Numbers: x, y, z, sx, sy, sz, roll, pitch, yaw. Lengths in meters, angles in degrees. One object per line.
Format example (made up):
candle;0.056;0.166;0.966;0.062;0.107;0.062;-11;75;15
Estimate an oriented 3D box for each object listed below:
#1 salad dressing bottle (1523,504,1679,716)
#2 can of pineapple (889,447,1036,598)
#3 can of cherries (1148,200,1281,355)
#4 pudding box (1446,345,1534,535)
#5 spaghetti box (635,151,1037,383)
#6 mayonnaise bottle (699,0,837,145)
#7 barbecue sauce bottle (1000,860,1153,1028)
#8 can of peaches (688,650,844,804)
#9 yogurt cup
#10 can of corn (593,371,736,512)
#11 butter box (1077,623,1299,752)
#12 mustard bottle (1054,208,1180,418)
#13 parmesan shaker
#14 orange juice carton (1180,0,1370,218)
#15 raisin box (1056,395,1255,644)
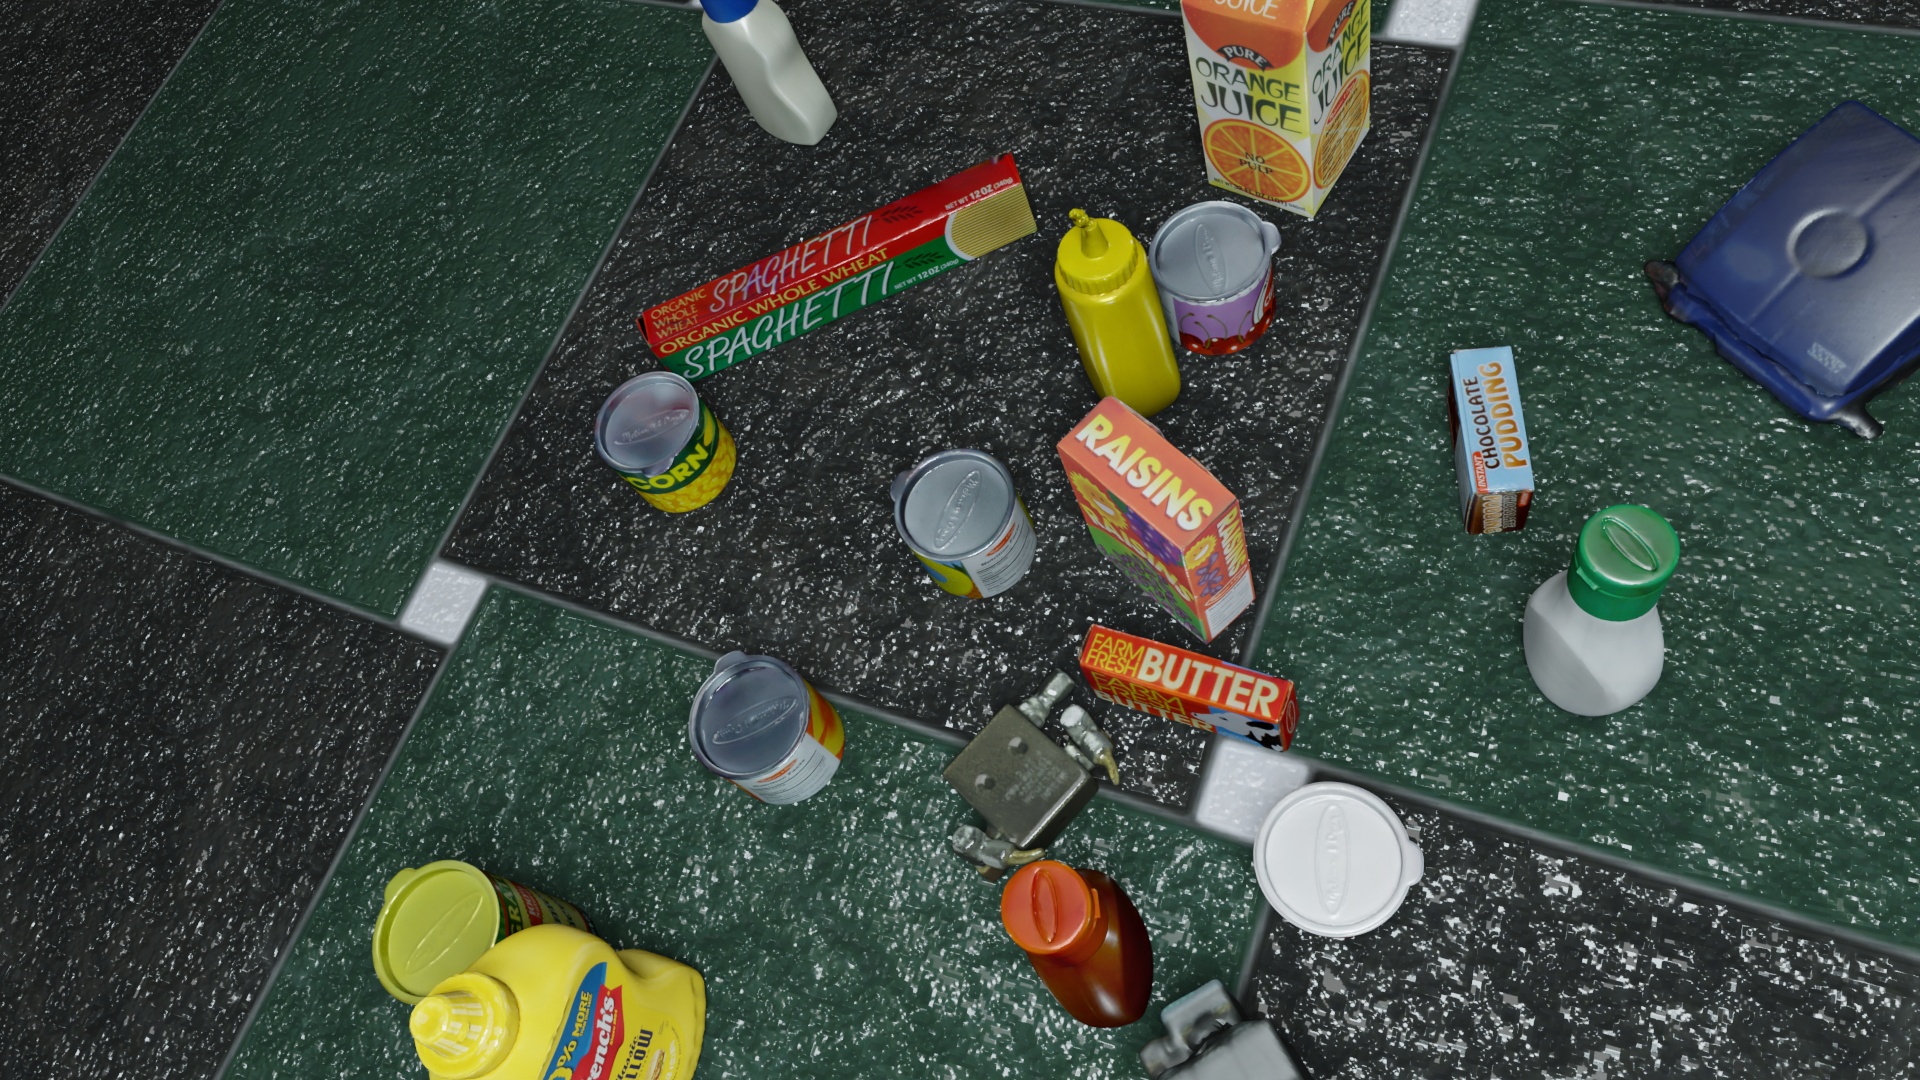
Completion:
salad dressing bottle;0.279;0.032;0.603;0.044;0.147;0.064;-33;61;0
can of pineapple;0.003;-0.009;0.753;0.071;0.057;0.071;-6;64;13
can of cherries;0.145;-0.146;0.777;0.071;0.058;0.072;-6;64;13
pudding box;0.266;-0.051;0.702;0.030;0.049;0.084;-5;64;14
spaghetti box;-0.075;-0.164;0.853;0.250;0.050;0.029;-23;62;4
mayonnaise bottle;-0.130;-0.317;0.886;0.065;0.147;0.041;29;76;26
barbecue sauce bottle;0.052;0.171;0.601;0.043;0.148;0.065;-11;63;11
can of peaches;-0.101;0.099;0.731;0.071;0.058;0.071;-6;64;13
yogurt cup;0.170;0.149;0.632;0.072;0.053;0.072;-6;64;13
can of corn;-0.173;-0.055;0.825;0.071;0.058;0.071;-6;64;13
butter box;0.112;0.073;0.685;0.103;0.053;0.024;15;71;22
mustard bottle;0.080;-0.122;0.726;0.049;0.159;0.065;-25;61;4
parmesan shaker;-0.234;0.201;0.694;0.071;0.102;0.071;-6;64;13
orange juice carton;0.173;-0.269;0.751;0.072;0.192;0.073;27;75;25
raisin box;0.100;-0.008;0.687;0.040;0.123;0.086;-43;62;-6
